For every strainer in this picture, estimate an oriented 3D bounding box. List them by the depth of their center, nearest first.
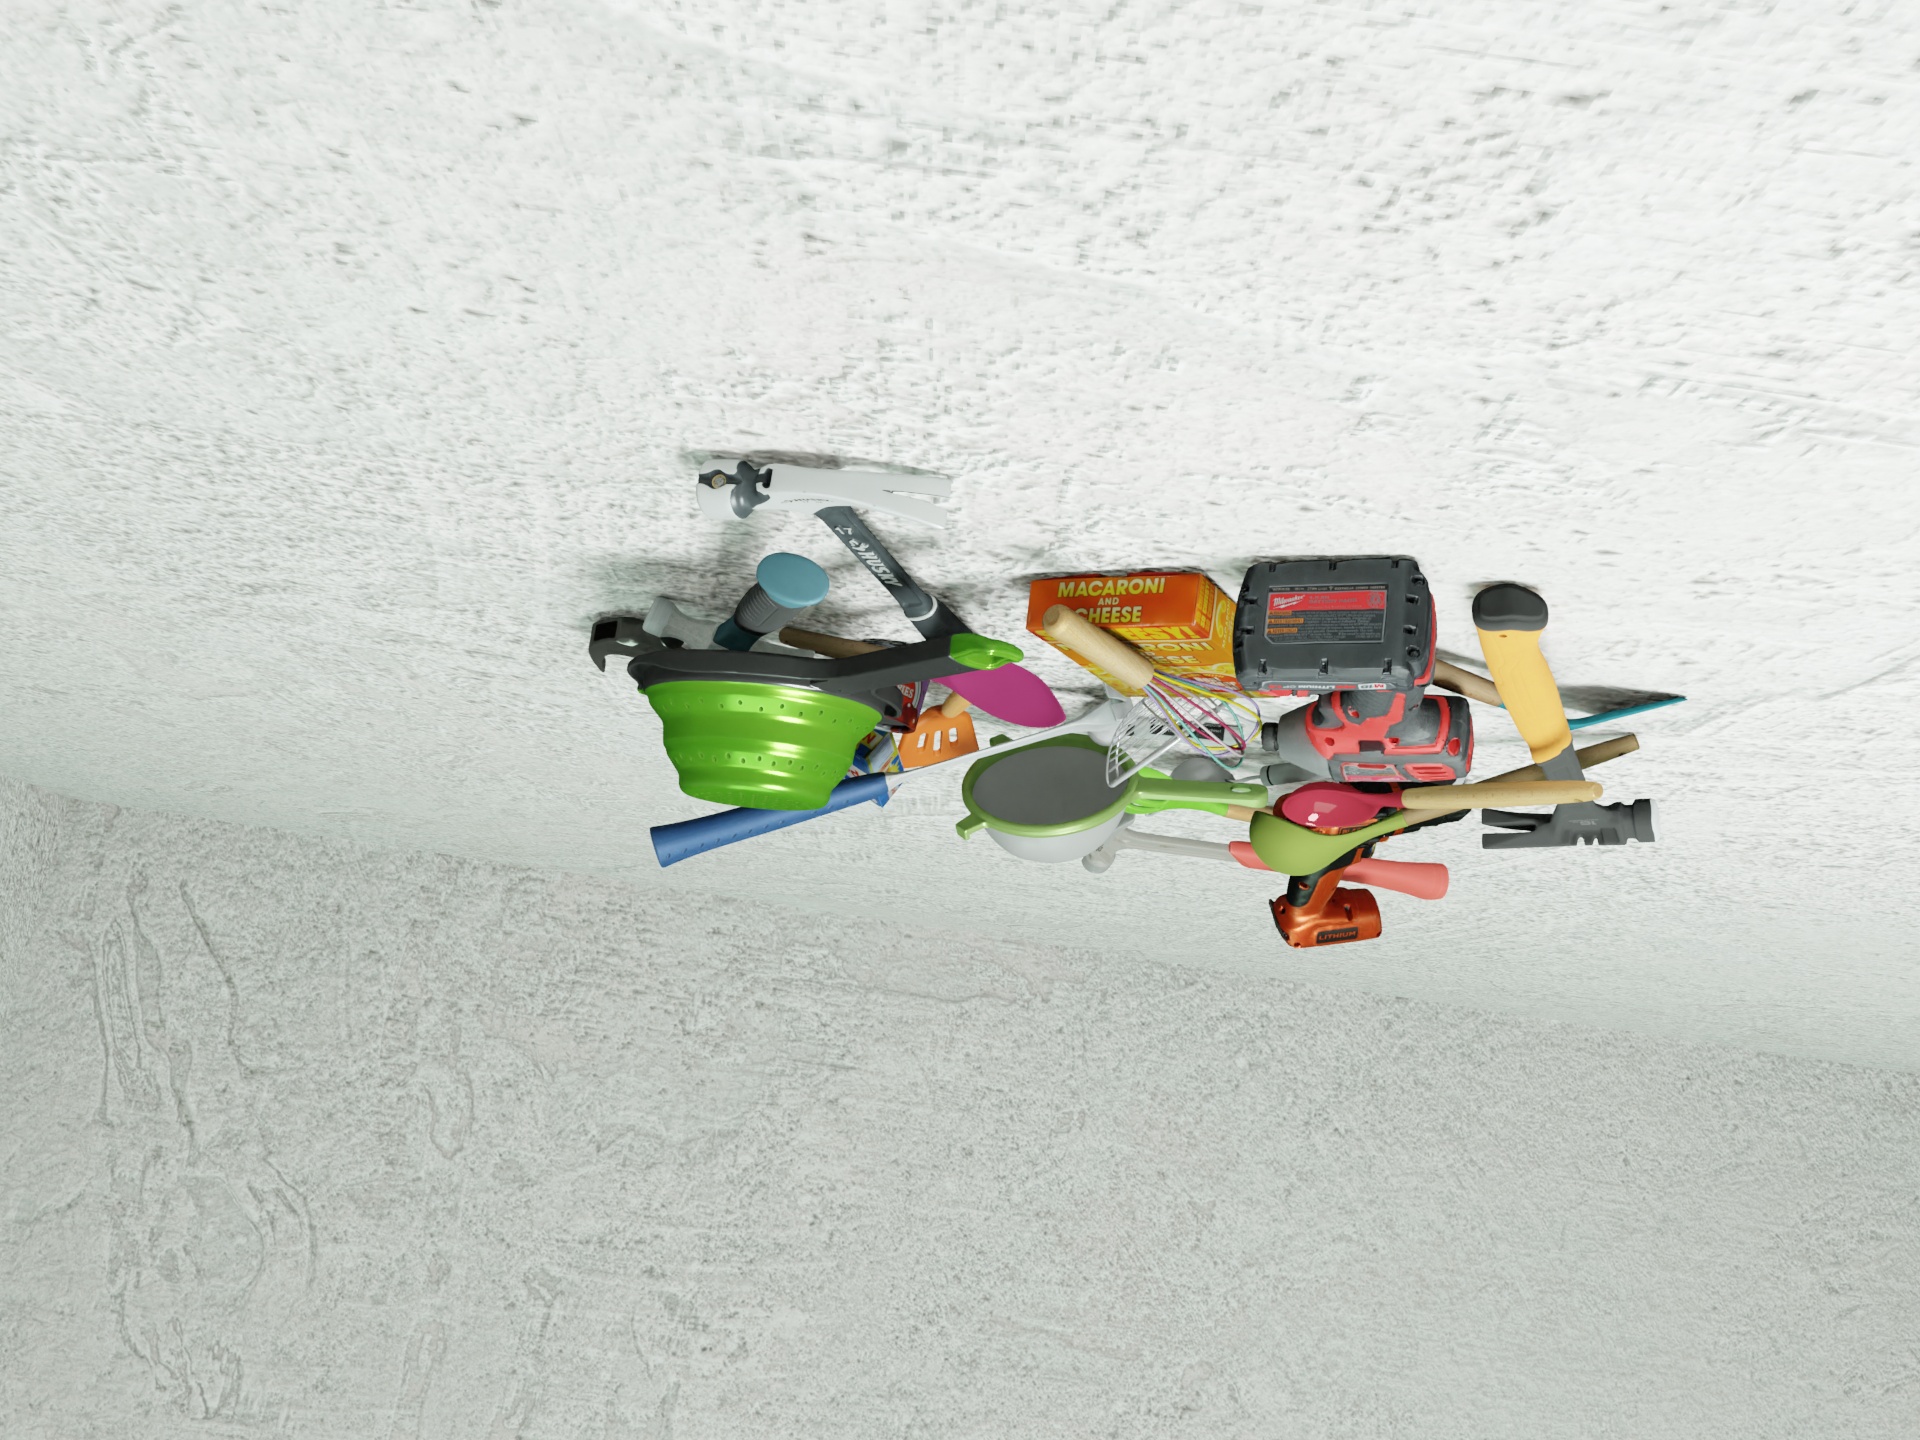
[{"bbox_3d":[0.130,0.077,1.344,0.256,0.152,0.069,2,122,13],"label":"strainer"},{"bbox_3d":[0.275,0.049,1.450,0.258,0.050,0.086,-11,169,40],"label":"strainer"}]

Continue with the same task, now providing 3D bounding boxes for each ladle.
[{"bbox_3d":[0.343,0.057,1.161,0.069,0.031,0.315,20,168,-21],"label":"ladle"},{"bbox_3d":[0.385,0.059,1.294,0.320,0.062,0.078,-22,147,27],"label":"ladle"}]

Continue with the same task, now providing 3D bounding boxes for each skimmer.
[{"bbox_3d":[0.277,0.037,1.278,0.363,0.090,0.127,14,146,-28],"label":"skimmer"}]

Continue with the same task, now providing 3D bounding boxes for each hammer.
[{"bbox_3d":[0.389,0.007,1.080,0.127,0.034,0.336,-5,150,28],"label":"hammer"},{"bbox_3d":[-0.028,-0.085,1.098,0.149,0.036,0.408,4,166,18],"label":"hammer"},{"bbox_3d":[-0.145,-0.072,1.113,0.128,0.033,0.331,24,169,-13],"label":"hammer"},{"bbox_3d":[-0.050,0.044,1.287,0.405,0.035,0.144,-16,170,-5],"label":"hammer"},{"bbox_3d":[-0.198,-0.030,1.433,0.130,0.031,0.331,-2,163,36],"label":"hammer"},{"bbox_3d":[0.305,0.130,1.539,0.359,0.037,0.149,8,154,-10],"label":"hammer"}]

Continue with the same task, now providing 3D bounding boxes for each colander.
[{"bbox_3d":[-0.097,0.007,1.107,0.204,0.094,0.397,13,167,-37],"label":"colander"}]

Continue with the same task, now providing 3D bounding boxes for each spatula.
[{"bbox_3d":[0.351,-0.034,1.099,0.317,0.044,0.082,18,163,-17],"label":"spatula"},{"bbox_3d":[-0.002,-0.004,1.270,0.081,0.041,0.322,-10,173,-10],"label":"spatula"}]

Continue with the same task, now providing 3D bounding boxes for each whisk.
[{"bbox_3d":[0.130,-0.021,1.069,0.047,0.051,0.244,4,163,42],"label":"whisk"}]

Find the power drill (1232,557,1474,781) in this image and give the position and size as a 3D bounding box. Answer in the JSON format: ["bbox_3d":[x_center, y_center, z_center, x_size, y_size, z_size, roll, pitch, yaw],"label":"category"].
[{"bbox_3d":[0.251,-0.020,1.035,0.143,0.079,0.219,0,157,24],"label":"power drill"}]

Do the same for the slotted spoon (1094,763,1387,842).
[{"bbox_3d":[0.264,0.083,1.452,0.313,0.031,0.070,11,148,-23],"label":"slotted spoon"}]

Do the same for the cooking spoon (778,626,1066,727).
[{"bbox_3d":[-0.039,-0.041,1.160,0.319,0.017,0.068,15,147,48],"label":"cooking spoon"}]

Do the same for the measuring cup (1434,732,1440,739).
[{"bbox_3d":[0.337,-0.002,1.207,0.083,0.038,0.167,3,163,22],"label":"measuring cup"}]
